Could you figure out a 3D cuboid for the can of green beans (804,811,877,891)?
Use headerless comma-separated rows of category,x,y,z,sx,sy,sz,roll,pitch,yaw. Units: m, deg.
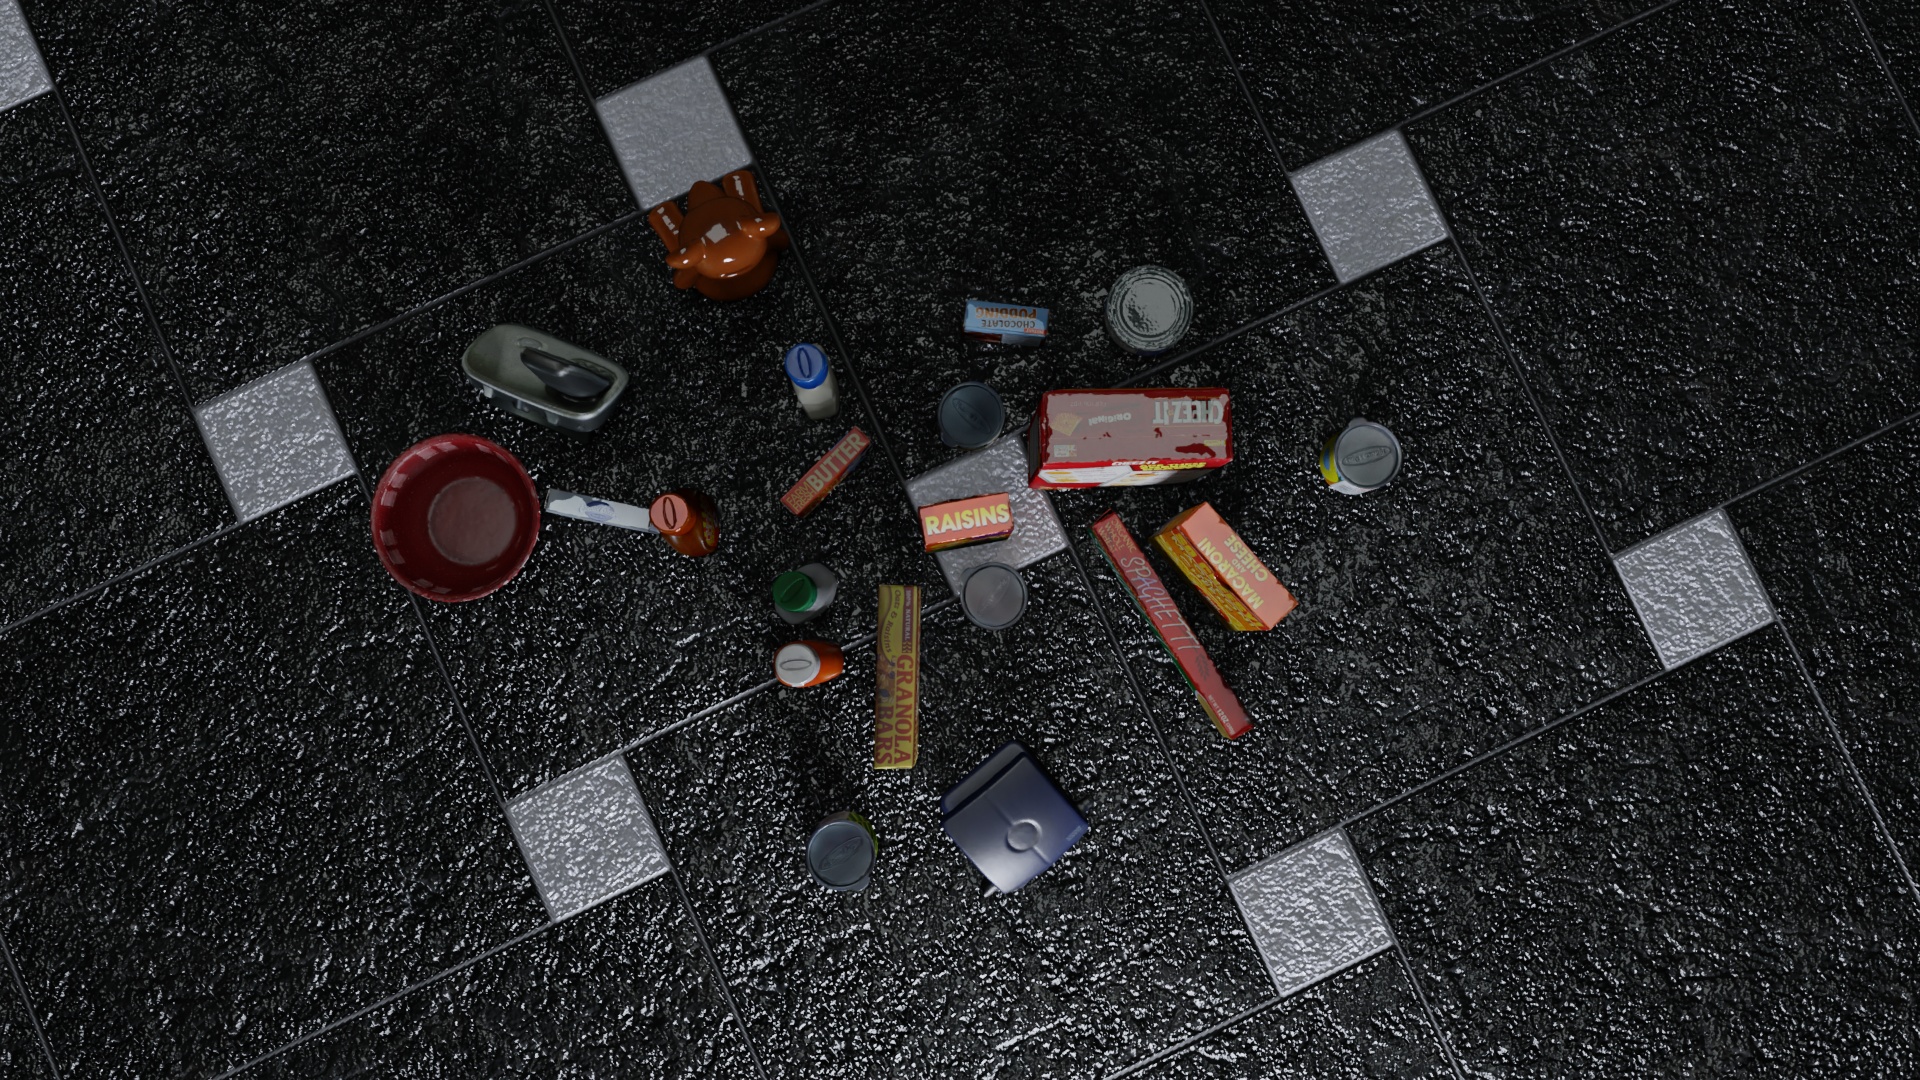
can of green beans,-0.112,0.295,1.323,0.071,0.058,0.071,0,86,-1

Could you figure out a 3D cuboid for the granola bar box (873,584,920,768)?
granola bar box,-0.058,0.125,1.304,0.039,0.124,0.165,1,86,-1

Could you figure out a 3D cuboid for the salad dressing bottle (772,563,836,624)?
salad dressing bottle,-0.148,0.049,1.296,0.044,0.147,0.064,44,87,2

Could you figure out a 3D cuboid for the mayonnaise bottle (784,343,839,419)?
mayonnaise bottle,-0.140,-0.155,1.312,0.041,0.148,0.065,-13,87,-1

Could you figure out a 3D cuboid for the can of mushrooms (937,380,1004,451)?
can of mushrooms,0.008,-0.120,1.369,0.071,0.033,0.071,0,86,-1

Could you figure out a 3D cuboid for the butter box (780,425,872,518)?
butter box,-0.129,-0.065,1.353,0.024,0.053,0.103,45,87,2

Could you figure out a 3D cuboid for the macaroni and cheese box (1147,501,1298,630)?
macaroni and cheese box,0.240,0.028,1.294,0.040,0.166,0.124,-42,88,-3

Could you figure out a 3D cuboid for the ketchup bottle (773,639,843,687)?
ketchup bottle,-0.145,0.114,1.291,0.065,0.148,0.043,-4,86,-1

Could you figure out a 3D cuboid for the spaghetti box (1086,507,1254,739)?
spaghetti box,0.202,0.081,1.348,0.029,0.050,0.250,-33,87,-3

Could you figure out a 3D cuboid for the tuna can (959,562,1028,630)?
tuna can,0.030,0.053,1.356,0.071,0.033,0.071,0,86,-1

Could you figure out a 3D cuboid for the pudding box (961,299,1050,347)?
pudding box,0.044,-0.213,1.368,0.084,0.049,0.030,6,86,0

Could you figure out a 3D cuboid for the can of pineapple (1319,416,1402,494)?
can of pineapple,0.391,-0.082,1.359,0.071,0.058,0.071,0,86,-1

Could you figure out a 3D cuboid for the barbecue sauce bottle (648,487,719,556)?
barbecue sauce bottle,-0.259,-0.020,1.300,0.044,0.148,0.065,-9,86,-1

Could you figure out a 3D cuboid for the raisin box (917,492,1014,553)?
raisin box,0.005,-0.016,1.316,0.086,0.123,0.040,-9,87,-1

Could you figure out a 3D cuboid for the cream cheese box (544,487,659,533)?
cream cheese box,-0.344,-0.028,1.347,0.104,0.053,0.024,11,86,0
